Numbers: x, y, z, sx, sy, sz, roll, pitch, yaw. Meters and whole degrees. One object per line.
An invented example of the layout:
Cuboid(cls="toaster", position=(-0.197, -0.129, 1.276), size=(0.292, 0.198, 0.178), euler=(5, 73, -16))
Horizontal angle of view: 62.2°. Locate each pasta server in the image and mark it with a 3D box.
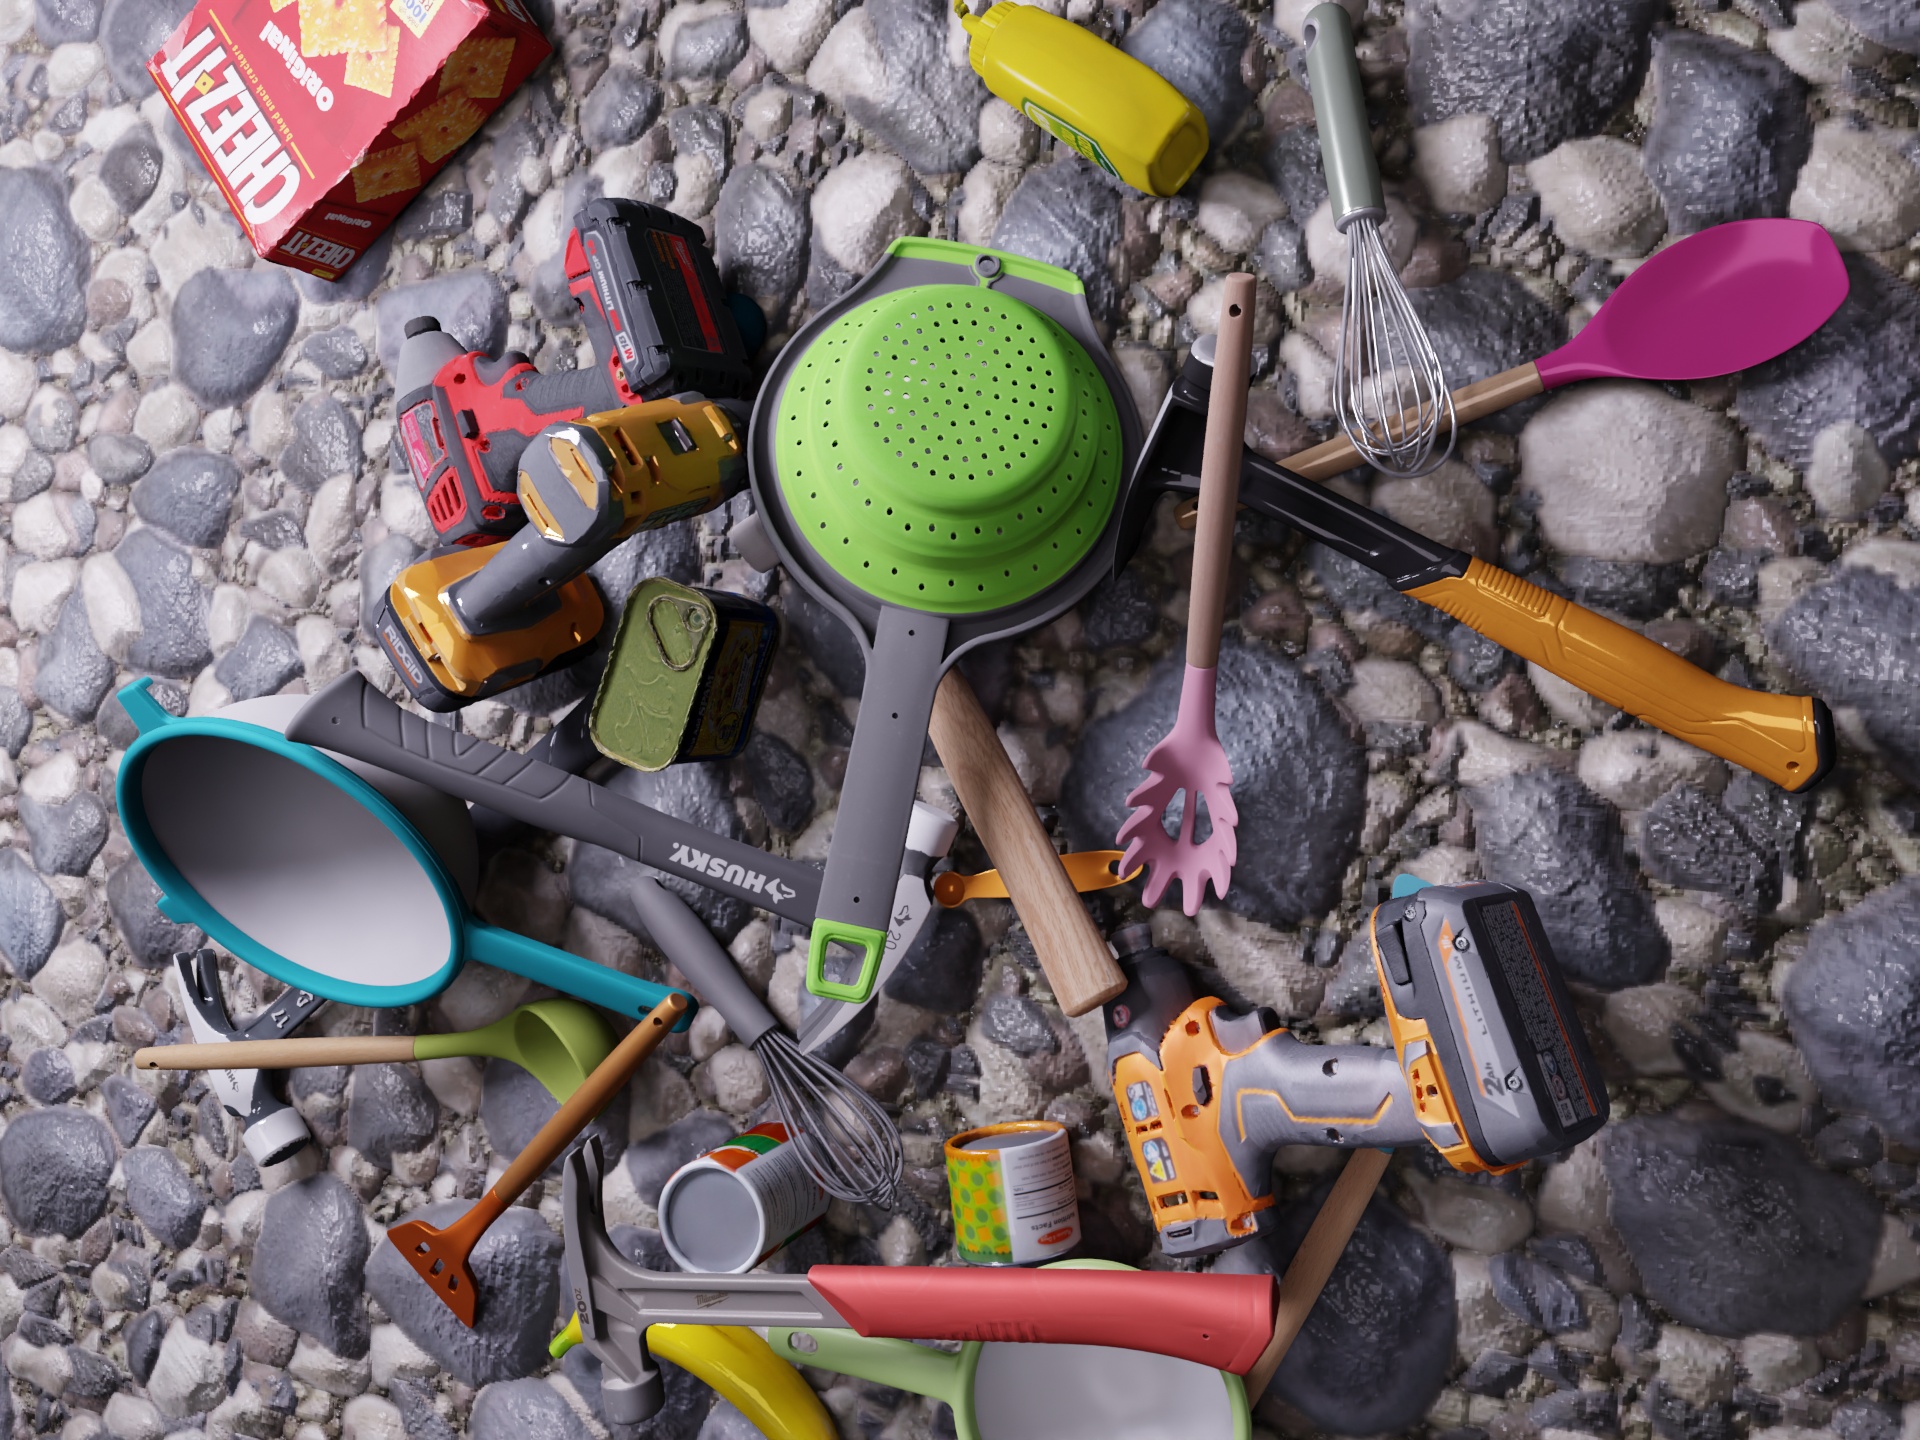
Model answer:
Cuboid(cls="pasta server", position=(0.114, -0.048, 0.745), size=(0.060, 0.040, 0.316), euler=(10, 121, 15))

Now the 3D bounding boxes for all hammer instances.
Cuboid(cls="hammer", position=(-0.027, 0.277, 0.782), size=(0.359, 0.037, 0.149), euler=(-5, 97, 17))
Cuboid(cls="hammer", position=(-0.336, 0.103, 0.980), size=(0.409, 0.036, 0.149), euler=(-41, 76, 16))
Cuboid(cls="hammer", position=(-0.178, 0.059, 0.822), size=(0.334, 0.035, 0.146), euler=(22, 96, -13))
Cuboid(cls="hammer", position=(0.235, -0.052, 0.736), size=(0.337, 0.034, 0.127), euler=(28, 130, 8))
Cuboid(cls="hammer", position=(-0.001, -0.003, 0.828), size=(0.130, 0.031, 0.331), euler=(-32, 71, 14))

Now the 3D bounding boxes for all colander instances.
Cuboid(cls="colander", position=(-0.019, -0.065, 0.760), size=(0.204, 0.094, 0.397), euler=(11, 78, -2))

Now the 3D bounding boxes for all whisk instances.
Cuboid(cls="whisk", position=(-0.113, 0.177, 0.891), size=(0.055, 0.055, 0.239), euler=(-48, 72, 15))
Cuboid(cls="whisk", position=(0.194, -0.232, 0.763), size=(0.059, 0.058, 0.246), euler=(-4, 79, -13))

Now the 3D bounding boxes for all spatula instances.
Cuboid(cls="spatula", position=(-0.243, 0.251, 0.909), size=(0.081, 0.041, 0.322), euler=(46, 116, 6))
Cuboid(cls="spatula", position=(0.187, 0.230, 0.780), size=(0.082, 0.044, 0.317), euler=(32, 103, 34))

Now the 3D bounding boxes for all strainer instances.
Cuboid(cls="strainer", position=(-0.294, 0.080, 0.894), size=(0.340, 0.095, 0.210), euler=(20, 132, 3))
Cuboid(cls="strainer", position=(0.027, 0.337, 0.826), size=(0.256, 0.069, 0.151), euler=(6, 91, 20))

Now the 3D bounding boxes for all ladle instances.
Cuboid(cls="ladle", position=(-0.351, 0.204, 0.945), size=(0.320, 0.062, 0.078), euler=(-4, 119, 10))

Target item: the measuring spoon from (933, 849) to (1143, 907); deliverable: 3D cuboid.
Cuboid(cls="measuring spoon", position=(0.042, 0.084, 0.852), size=(0.117, 0.011, 0.021), euler=(-9, 83, 17))

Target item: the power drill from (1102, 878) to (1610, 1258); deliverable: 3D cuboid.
Cuboid(cls="power drill", position=(0.162, 0.149, 0.742), size=(0.226, 0.084, 0.164), euler=(-30, 70, 39))

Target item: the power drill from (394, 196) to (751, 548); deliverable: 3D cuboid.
Cuboid(cls="power drill", position=(-0.236, -0.199, 0.906), size=(0.219, 0.078, 0.143), euler=(-23, 83, 30))

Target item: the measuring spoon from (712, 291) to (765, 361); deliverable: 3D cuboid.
Cuboid(cls="measuring spoon", position=(-0.151, -0.185, 0.911), size=(0.042, 0.021, 0.128), euler=(27, 100, 18))

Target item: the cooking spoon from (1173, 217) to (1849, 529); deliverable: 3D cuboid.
Cuboid(cls="cooking spoon", position=(0.252, -0.156, 0.764), size=(0.319, 0.017, 0.069), euler=(-20, 77, 19))

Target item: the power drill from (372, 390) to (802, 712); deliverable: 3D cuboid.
Cuboid(cls="power drill", position=(-0.195, -0.102, 0.867), size=(0.226, 0.185, 0.084), euler=(-33, 88, 38))
